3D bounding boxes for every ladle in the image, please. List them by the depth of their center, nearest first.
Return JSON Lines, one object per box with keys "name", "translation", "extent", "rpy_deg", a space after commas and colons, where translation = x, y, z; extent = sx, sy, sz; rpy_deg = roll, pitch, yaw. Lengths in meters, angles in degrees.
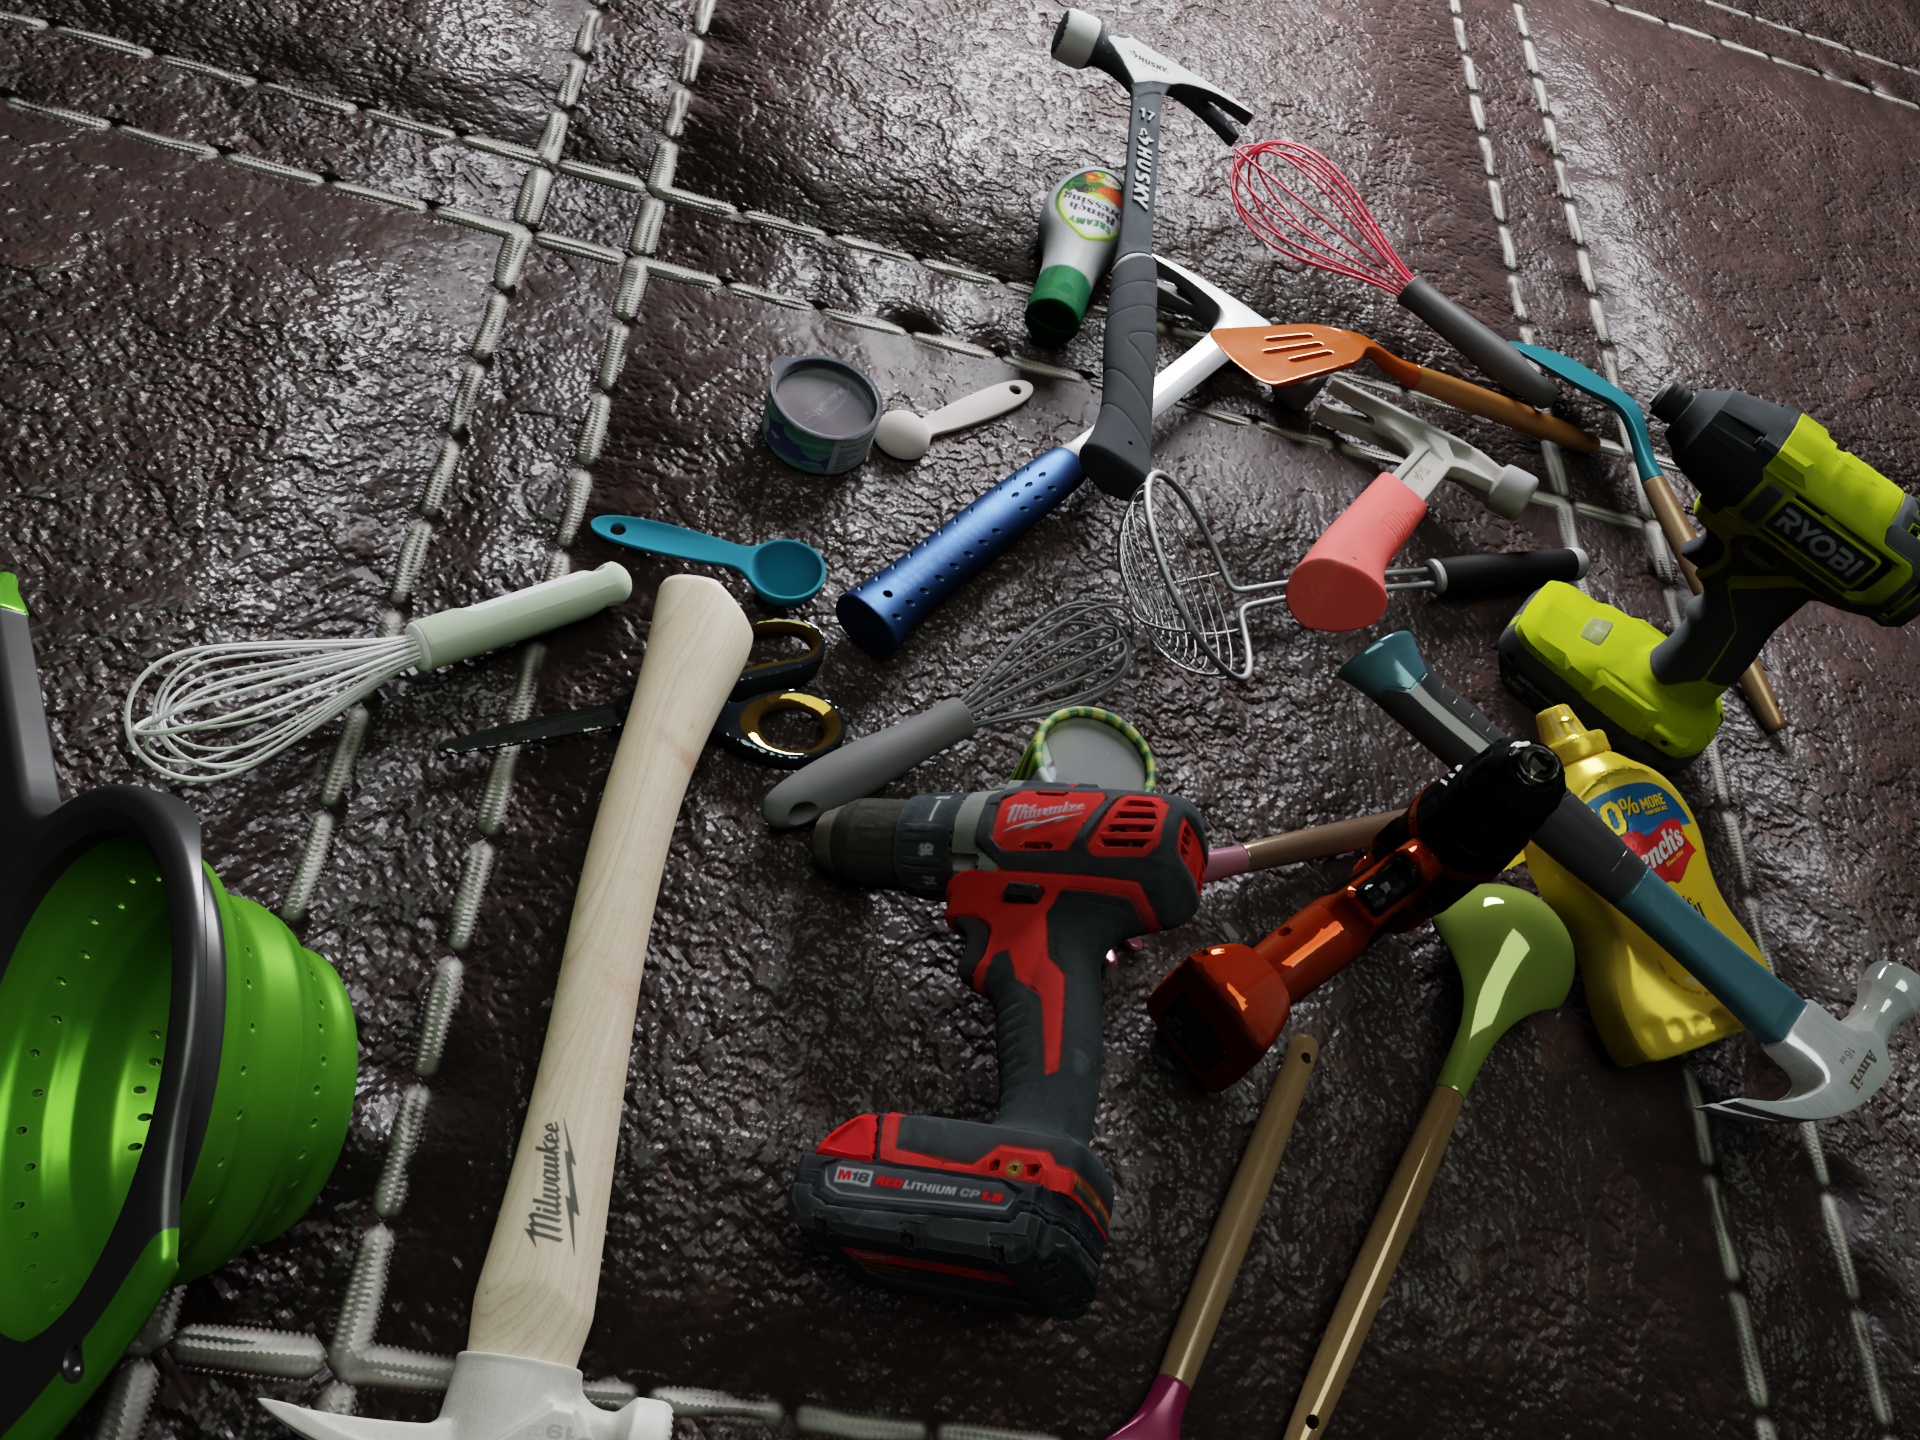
{"name": "ladle", "translation": [0.221, 0.205, 0.766], "extent": [0.078, 0.062, 0.320], "rpy_deg": [32, 60, 7]}

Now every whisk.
{"name": "whisk", "translation": [-0.264, -0.033, 0.751], "extent": [0.246, 0.058, 0.059], "rpy_deg": [-24, 102, -35]}
{"name": "whisk", "translation": [-0.001, -0.003, 0.821], "extent": [0.239, 0.055, 0.055], "rpy_deg": [-28, 70, -28]}
{"name": "whisk", "translation": [0.299, -0.313, 1.114], "extent": [0.073, 0.073, 0.296], "rpy_deg": [-33, 70, -34]}

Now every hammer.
{"name": "hammer", "translation": [-0.163, 0.105, 0.685], "extent": [0.146, 0.038, 0.411], "rpy_deg": [12, 57, -9]}
{"name": "hammer", "translation": [0.328, 0.072, 0.804], "extent": [0.331, 0.033, 0.128], "rpy_deg": [43, 68, 6]}
{"name": "hammer", "translation": [0.234, -0.123, 0.898], "extent": [0.149, 0.036, 0.359], "rpy_deg": [30, 30, 13]}
{"name": "hammer", "translation": [0.068, -0.163, 0.959], "extent": [0.144, 0.035, 0.405], "rpy_deg": [41, 54, 10]}
{"name": "hammer", "translation": [0.116, -0.301, 1.020], "extent": [0.149, 0.036, 0.409], "rpy_deg": [18, 55, -16]}

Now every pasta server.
{"name": "pasta server", "translation": [0.174, 0.071, 0.836], "extent": [0.316, 0.060, 0.040], "rpy_deg": [-8, 18, -27]}

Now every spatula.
{"name": "spatula", "translation": [0.309, -0.213, 1.048], "extent": [0.322, 0.041, 0.081], "rpy_deg": [10, 31, -31]}
{"name": "spatula", "translation": [0.469, -0.133, 1.071], "extent": [0.082, 0.044, 0.318], "rpy_deg": [-2, 66, -42]}

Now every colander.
{"name": "colander", "translation": [-0.324, 0.079, 0.622], "extent": [0.094, 0.204, 0.398], "rpy_deg": [22, 25, -48]}

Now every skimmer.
{"name": "skimmer", "translation": [0.249, -0.093, 0.939], "extent": [0.363, 0.090, 0.127], "rpy_deg": [-7, 70, -24]}

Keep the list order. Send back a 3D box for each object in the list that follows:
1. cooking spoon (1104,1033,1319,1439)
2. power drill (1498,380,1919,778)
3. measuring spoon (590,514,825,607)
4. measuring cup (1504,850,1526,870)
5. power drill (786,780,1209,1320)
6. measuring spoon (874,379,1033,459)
{"name": "cooking spoon", "translation": [0.102, 0.265, 0.691], "extent": [0.069, 0.017, 0.319], "rpy_deg": [31, 53, 2]}
{"name": "power drill", "translation": [0.415, -0.077, 0.903], "extent": [0.171, 0.223, 0.080], "rpy_deg": [39, 53, 9]}
{"name": "measuring spoon", "translation": [-0.135, -0.085, 0.852], "extent": [0.128, 0.021, 0.042], "rpy_deg": [14, 53, 1]}
{"name": "measuring cup", "translation": [0.324, 0.068, 0.903], "extent": [0.156, 0.029, 0.062], "rpy_deg": [-19, 72, -16]}
{"name": "power drill", "translation": [-0.002, 0.124, 0.689], "extent": [0.188, 0.080, 0.227], "rpy_deg": [1, 55, 24]}
{"name": "measuring spoon", "translation": [0.000, -0.190, 0.964], "extent": [0.124, 0.018, 0.034], "rpy_deg": [-28, 70, -33]}
